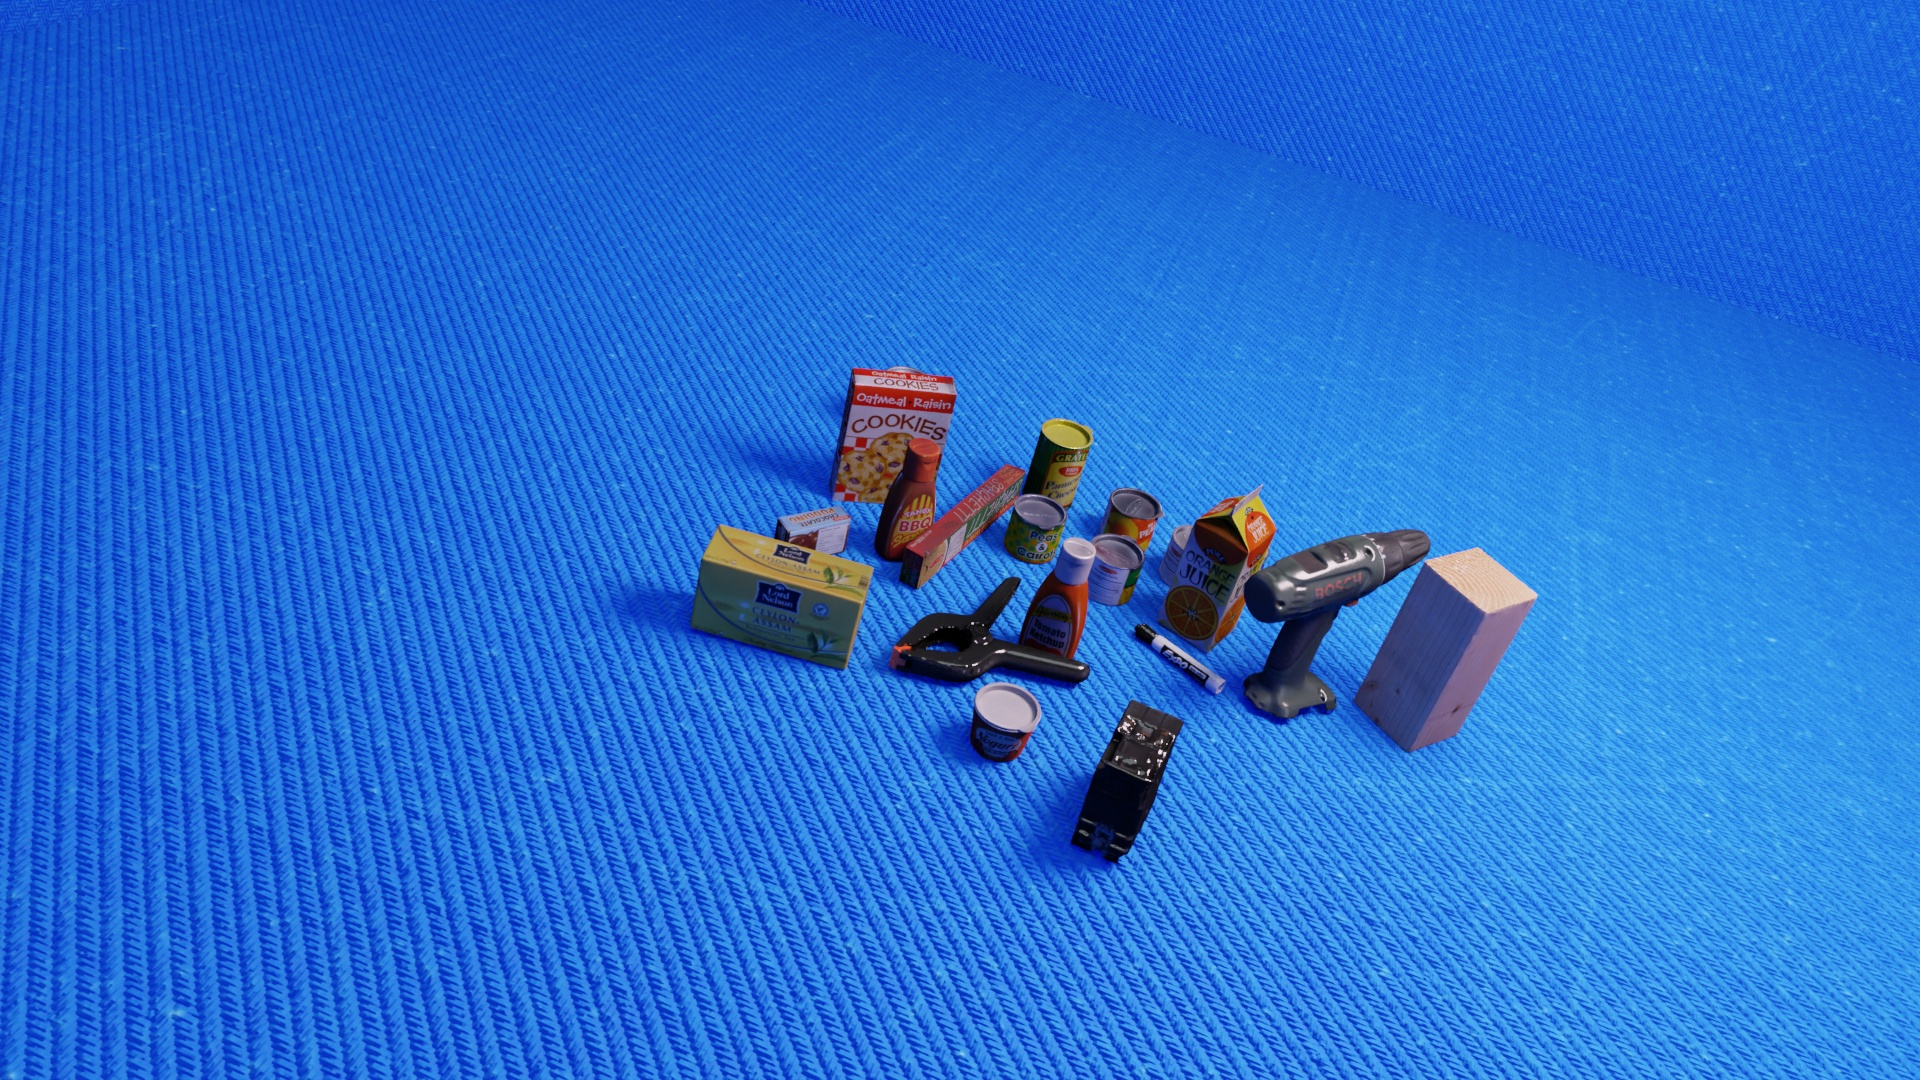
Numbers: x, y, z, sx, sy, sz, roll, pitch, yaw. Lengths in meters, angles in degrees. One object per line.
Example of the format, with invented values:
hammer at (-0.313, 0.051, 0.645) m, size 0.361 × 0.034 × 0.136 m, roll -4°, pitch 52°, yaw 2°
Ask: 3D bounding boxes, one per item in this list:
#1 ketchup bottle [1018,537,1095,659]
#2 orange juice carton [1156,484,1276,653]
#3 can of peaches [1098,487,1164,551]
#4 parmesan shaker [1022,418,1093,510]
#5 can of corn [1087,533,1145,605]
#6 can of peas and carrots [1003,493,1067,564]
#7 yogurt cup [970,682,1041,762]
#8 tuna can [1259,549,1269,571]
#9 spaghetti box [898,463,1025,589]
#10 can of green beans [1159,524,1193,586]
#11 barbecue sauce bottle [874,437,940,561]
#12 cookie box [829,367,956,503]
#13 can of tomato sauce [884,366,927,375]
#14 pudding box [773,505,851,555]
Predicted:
ketchup bottle at (0.108, 0.065, 1.485) m, size 0.065 × 0.148 × 0.044 m, roll 24°, pitch 36°, yaw 12°
orange juice carton at (0.295, 0.025, 1.570) m, size 0.073 × 0.191 × 0.072 m, roll 33°, pitch 39°, yaw 24°
can of peaches at (0.211, -0.023, 1.721) m, size 0.071 × 0.057 × 0.071 m, roll 10°, pitch 35°, yaw -7°
parmesan shaker at (0.124, -0.093, 1.747) m, size 0.071 × 0.102 × 0.072 m, roll 10°, pitch 35°, yaw -7°
can of corn at (0.179, 0.034, 1.632) m, size 0.071 × 0.058 × 0.071 m, roll 10°, pitch 35°, yaw -7°
can of peas and carrots at (0.090, -0.012, 1.662) m, size 0.071 × 0.058 × 0.071 m, roll 10°, pitch 35°, yaw -7°
yogurt cup at (0.041, 0.183, 1.381) m, size 0.072 × 0.053 × 0.073 m, roll 10°, pitch 35°, yaw -7°
tuna can at (0.349, 0.019, 1.736) m, size 0.071 × 0.032 × 0.071 m, roll 10°, pitch 35°, yaw -7°
spaghetti box at (0.006, -0.021, 1.651) m, size 0.029 × 0.049 × 0.251 m, roll 27°, pitch 37°, yaw 17°
can of green beans at (0.280, 0.023, 1.683) m, size 0.071 × 0.057 × 0.071 m, roll 10°, pitch 35°, yaw -7°
barbecue sauce bottle at (-0.056, -0.046, 1.579) m, size 0.065 × 0.147 × 0.044 m, roll -11°, pitch 42°, yaw -32°
cookie box at (-0.082, -0.122, 1.656) m, size 0.123 × 0.166 × 0.040 m, roll 4°, pitch 36°, yaw -15°
can of tomato sauce at (-0.077, -0.174, 1.802) m, size 0.071 × 0.082 × 0.071 m, roll 10°, pitch 35°, yaw -7°
pudding box at (-0.168, -0.006, 1.568) m, size 0.084 × 0.049 × 0.030 m, roll -14°, pitch 44°, yaw -34°
